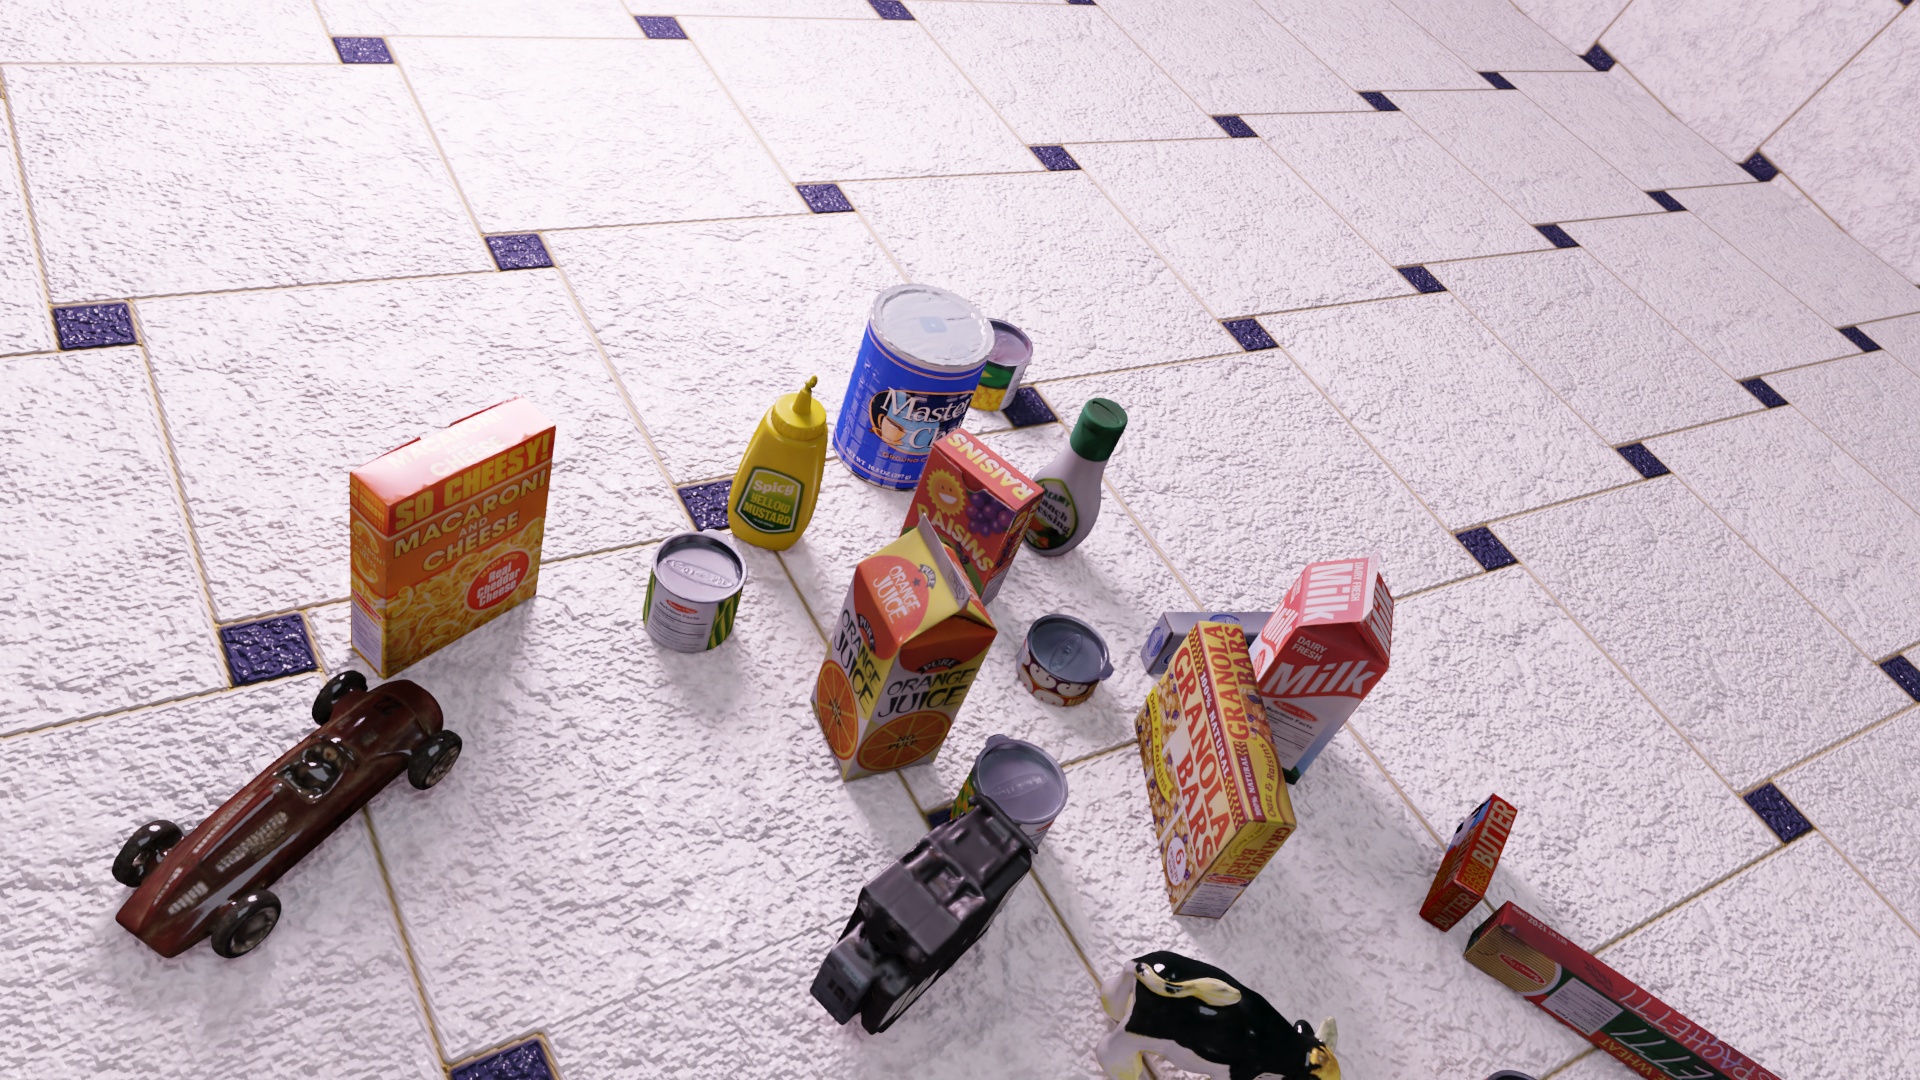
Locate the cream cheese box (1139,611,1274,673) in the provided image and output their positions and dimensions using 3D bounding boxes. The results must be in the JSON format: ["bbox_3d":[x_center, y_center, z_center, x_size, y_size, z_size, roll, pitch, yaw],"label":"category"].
[{"bbox_3d":[0.199,0.081,1.104,0.104,0.053,0.024,1,47,-22],"label":"cream cheese box"}]

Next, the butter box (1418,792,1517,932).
[{"bbox_3d":[0.375,0.237,1.024,0.024,0.052,0.104,35,44,13],"label":"butter box"}]

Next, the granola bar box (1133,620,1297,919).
[{"bbox_3d":[0.171,0.158,0.965,0.039,0.123,0.166,9,45,-15],"label":"granola bar box"}]

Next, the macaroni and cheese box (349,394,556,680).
[{"bbox_3d":[-0.325,-0.002,0.884,0.040,0.165,0.124,39,45,16],"label":"macaroni and cheese box"}]

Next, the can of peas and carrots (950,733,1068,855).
[{"bbox_3d":[0.030,0.175,0.936,0.071,0.058,0.071,12,44,-12],"label":"can of peas and carrots"}]

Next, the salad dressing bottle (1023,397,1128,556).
[{"bbox_3d":[0.092,-0.050,1.120,0.064,0.146,0.044,41,46,18],"label":"salad dressing bottle"}]

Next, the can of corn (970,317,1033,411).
[{"bbox_3d":[0.024,-0.161,1.266,0.071,0.058,0.071,12,44,-12],"label":"can of corn"}]

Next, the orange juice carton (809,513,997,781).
[{"bbox_3d":[-0.036,0.071,0.913,0.073,0.191,0.072,-7,51,-28],"label":"orange juice carton"}]

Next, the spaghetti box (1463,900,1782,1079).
[{"bbox_3d":[0.474,0.342,0.963,0.250,0.049,0.029,33,44,11],"label":"spaghetti box"}]

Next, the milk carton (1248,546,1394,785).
[{"bbox_3d":[0.259,0.088,1.022,0.073,0.189,0.073,24,43,1],"label":"milk carton"}]

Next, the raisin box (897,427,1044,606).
[{"bbox_3d":[0.004,-0.013,1.064,0.086,0.122,0.040,39,45,17],"label":"raisin box"}]

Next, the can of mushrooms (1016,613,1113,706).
[{"bbox_3d":[0.079,0.093,1.057,0.071,0.033,0.071,12,44,-12],"label":"can of mushrooms"}]

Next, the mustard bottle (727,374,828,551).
[{"bbox_3d":[-0.130,-0.061,1.028,0.065,0.159,0.049,18,43,-6],"label":"mustard bottle"}]

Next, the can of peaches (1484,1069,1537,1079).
[{"bbox_3d":[0.337,0.375,0.868,0.071,0.057,0.071,12,44,-12],"label":"can of peaches"}]

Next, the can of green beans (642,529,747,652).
[{"bbox_3d":[-0.188,0.037,0.982,0.071,0.057,0.071,12,44,-12],"label":"can of green beans"}]
